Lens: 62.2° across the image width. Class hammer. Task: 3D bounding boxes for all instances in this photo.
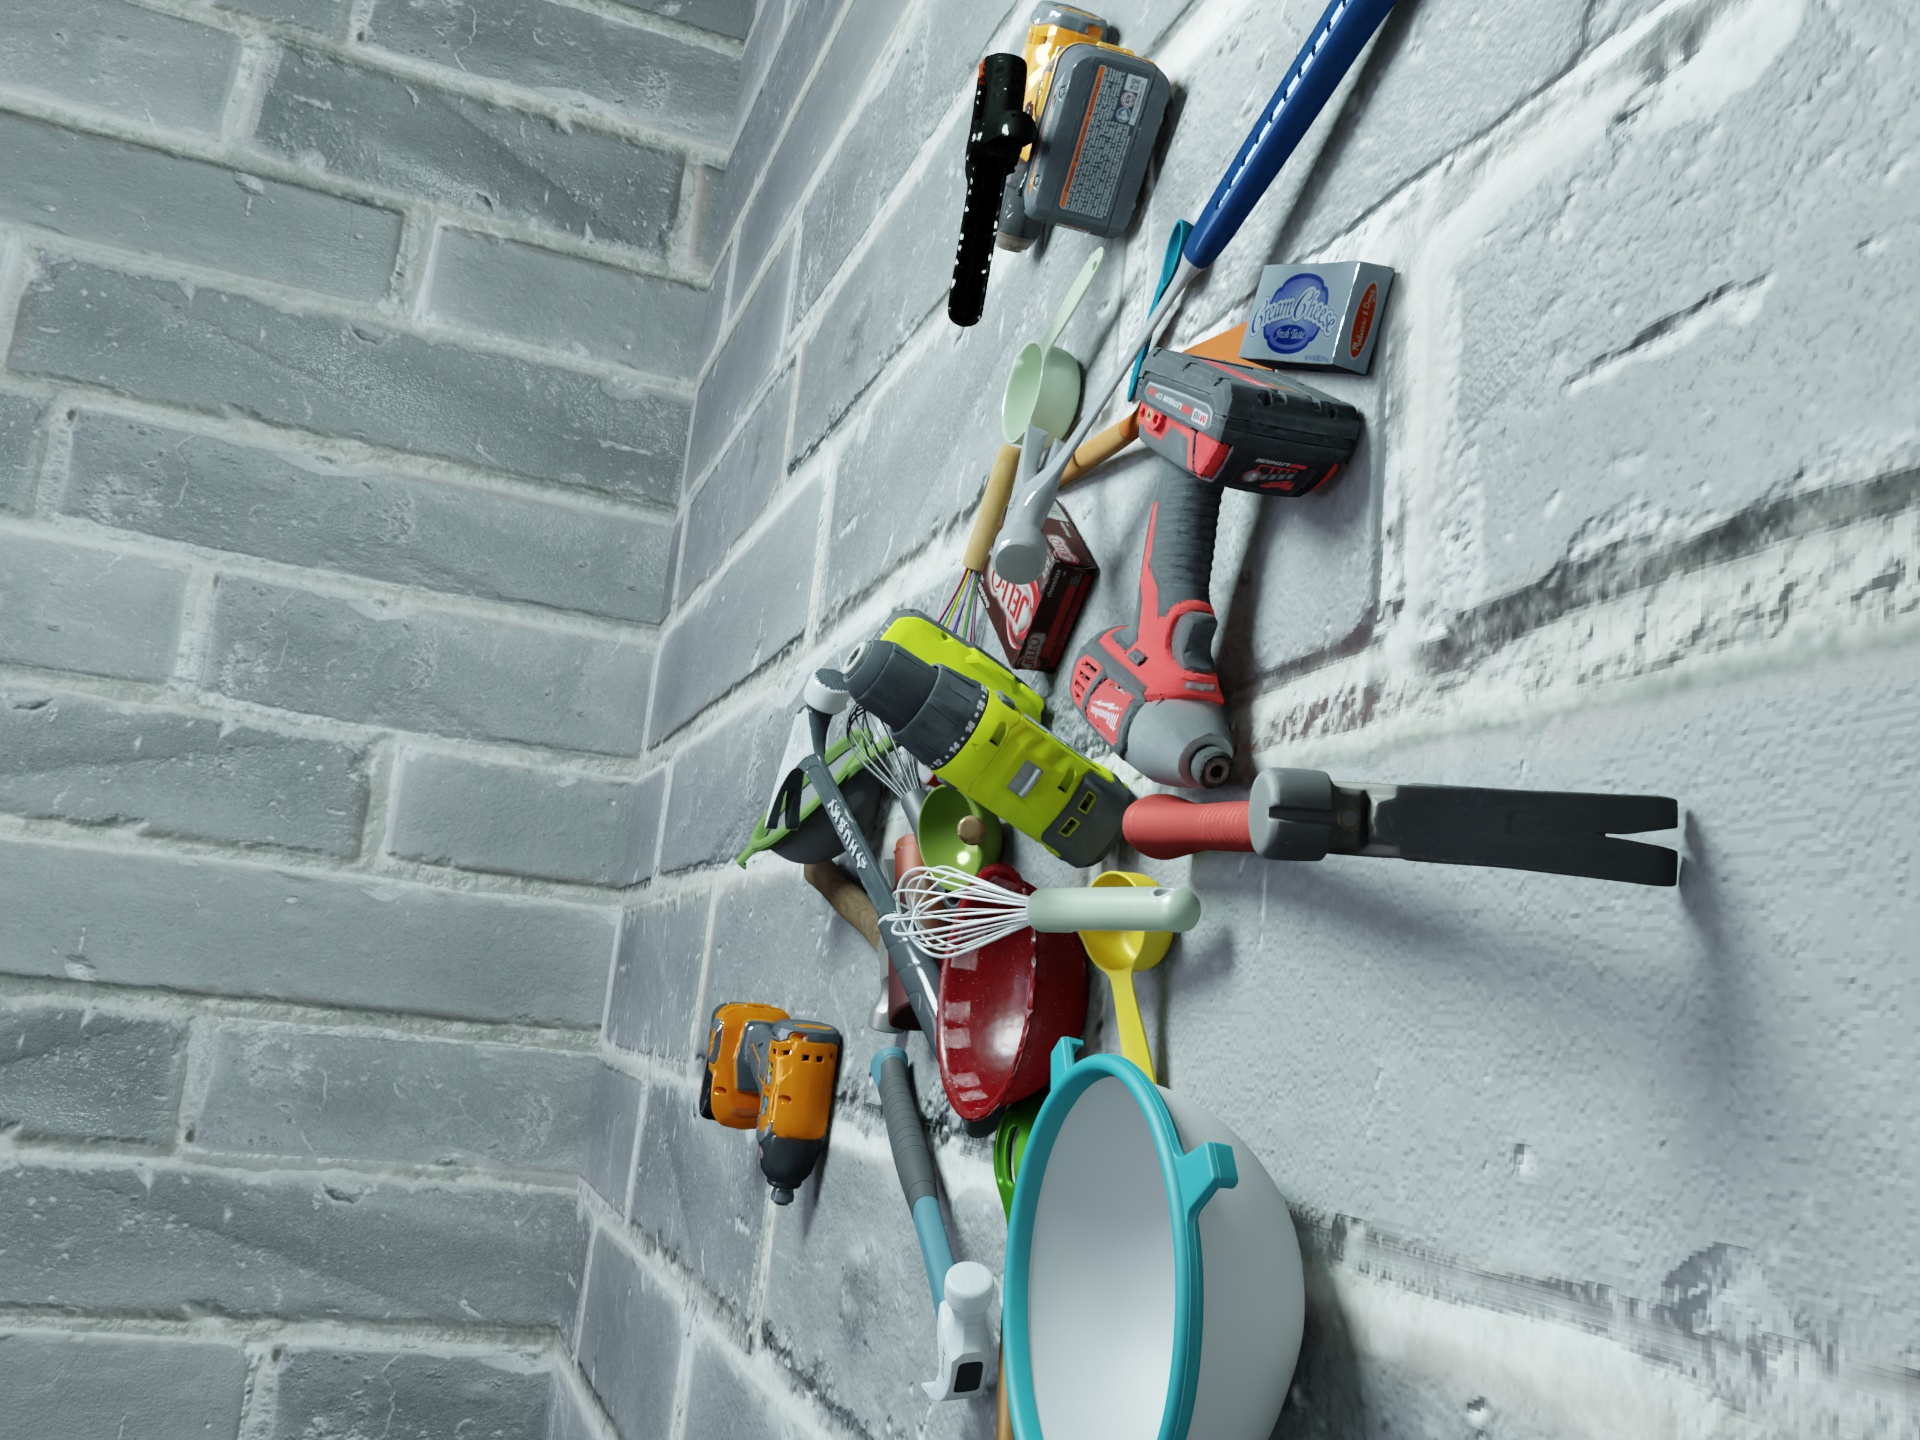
[{"bbox_3d":[0.129,-0.262,0.920,0.405,0.035,0.144,-55,14,37],"label":"hammer"},{"bbox_3d":[0.150,0.047,0.703,0.359,0.149,0.037,154,120,-81],"label":"hammer"},{"bbox_3d":[-0.026,0.334,1.113,0.331,0.033,0.128,-116,27,-65],"label":"hammer"},{"bbox_3d":[-0.092,0.164,1.417,0.331,0.031,0.130,-155,75,-71],"label":"hammer"},{"bbox_3d":[-0.060,0.139,1.184,0.409,0.036,0.149,59,134,44],"label":"hammer"}]

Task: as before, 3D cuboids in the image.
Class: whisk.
[{"bbox_3d":[0.005,-0.100,1.263,0.051,0.047,0.245,33,108,57],"label":"whisk"},{"bbox_3d":[-0.039,0.064,1.248,0.239,0.055,0.055,62,140,41],"label":"whisk"},{"bbox_3d":[0.041,0.109,0.908,0.246,0.058,0.059,-8,98,50],"label":"whisk"}]

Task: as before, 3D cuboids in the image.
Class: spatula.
[{"bbox_3d":[0.110,-0.181,1.030,0.322,0.041,0.081,167,110,-74],"label":"spatula"}]

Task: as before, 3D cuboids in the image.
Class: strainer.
[{"bbox_3d":[0.087,0.327,0.729,0.211,0.095,0.340,-170,88,-74],"label":"strainer"},{"bbox_3d":[-0.084,0.062,1.410,0.256,0.069,0.151,-30,18,44],"label":"strainer"}]

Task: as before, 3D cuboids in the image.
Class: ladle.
[{"bbox_3d":[-0.003,0.074,1.023,0.320,0.062,0.078,76,-173,-85],"label":"ladle"}]

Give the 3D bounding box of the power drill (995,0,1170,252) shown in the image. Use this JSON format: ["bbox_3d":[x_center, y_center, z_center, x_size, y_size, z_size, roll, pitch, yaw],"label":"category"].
[{"bbox_3d":[0.073,-0.420,1.173,0.226,0.084,0.185,-105,29,-59],"label":"power drill"}]

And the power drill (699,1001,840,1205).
[{"bbox_3d":[-0.182,0.356,1.509,0.226,0.084,0.164,176,103,-67],"label":"power drill"}]

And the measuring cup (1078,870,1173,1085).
[{"bbox_3d":[0.103,0.160,0.881,0.062,0.029,0.157,-28,66,51],"label":"measuring cup"}]

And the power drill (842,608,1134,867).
[{"bbox_3d":[-0.002,-0.003,1.012,0.080,0.190,0.229,-54,17,4],"label":"power drill"}]

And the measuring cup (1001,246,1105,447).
[{"bbox_3d":[0.078,-0.265,1.139,0.167,0.038,0.083,122,151,-44],"label":"measuring cup"}]

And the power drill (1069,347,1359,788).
[{"bbox_3d":[0.126,-0.074,0.844,0.143,0.078,0.219,-127,47,-60],"label":"power drill"}]

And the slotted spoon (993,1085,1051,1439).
[{"bbox_3d":[0.033,0.380,0.959,0.070,0.031,0.314,143,133,-66],"label":"slotted spoon"}]

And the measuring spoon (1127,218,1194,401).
[{"bbox_3d":[0.132,-0.258,1.019,0.042,0.021,0.128,-86,8,-47],"label":"measuring spoon"}]
